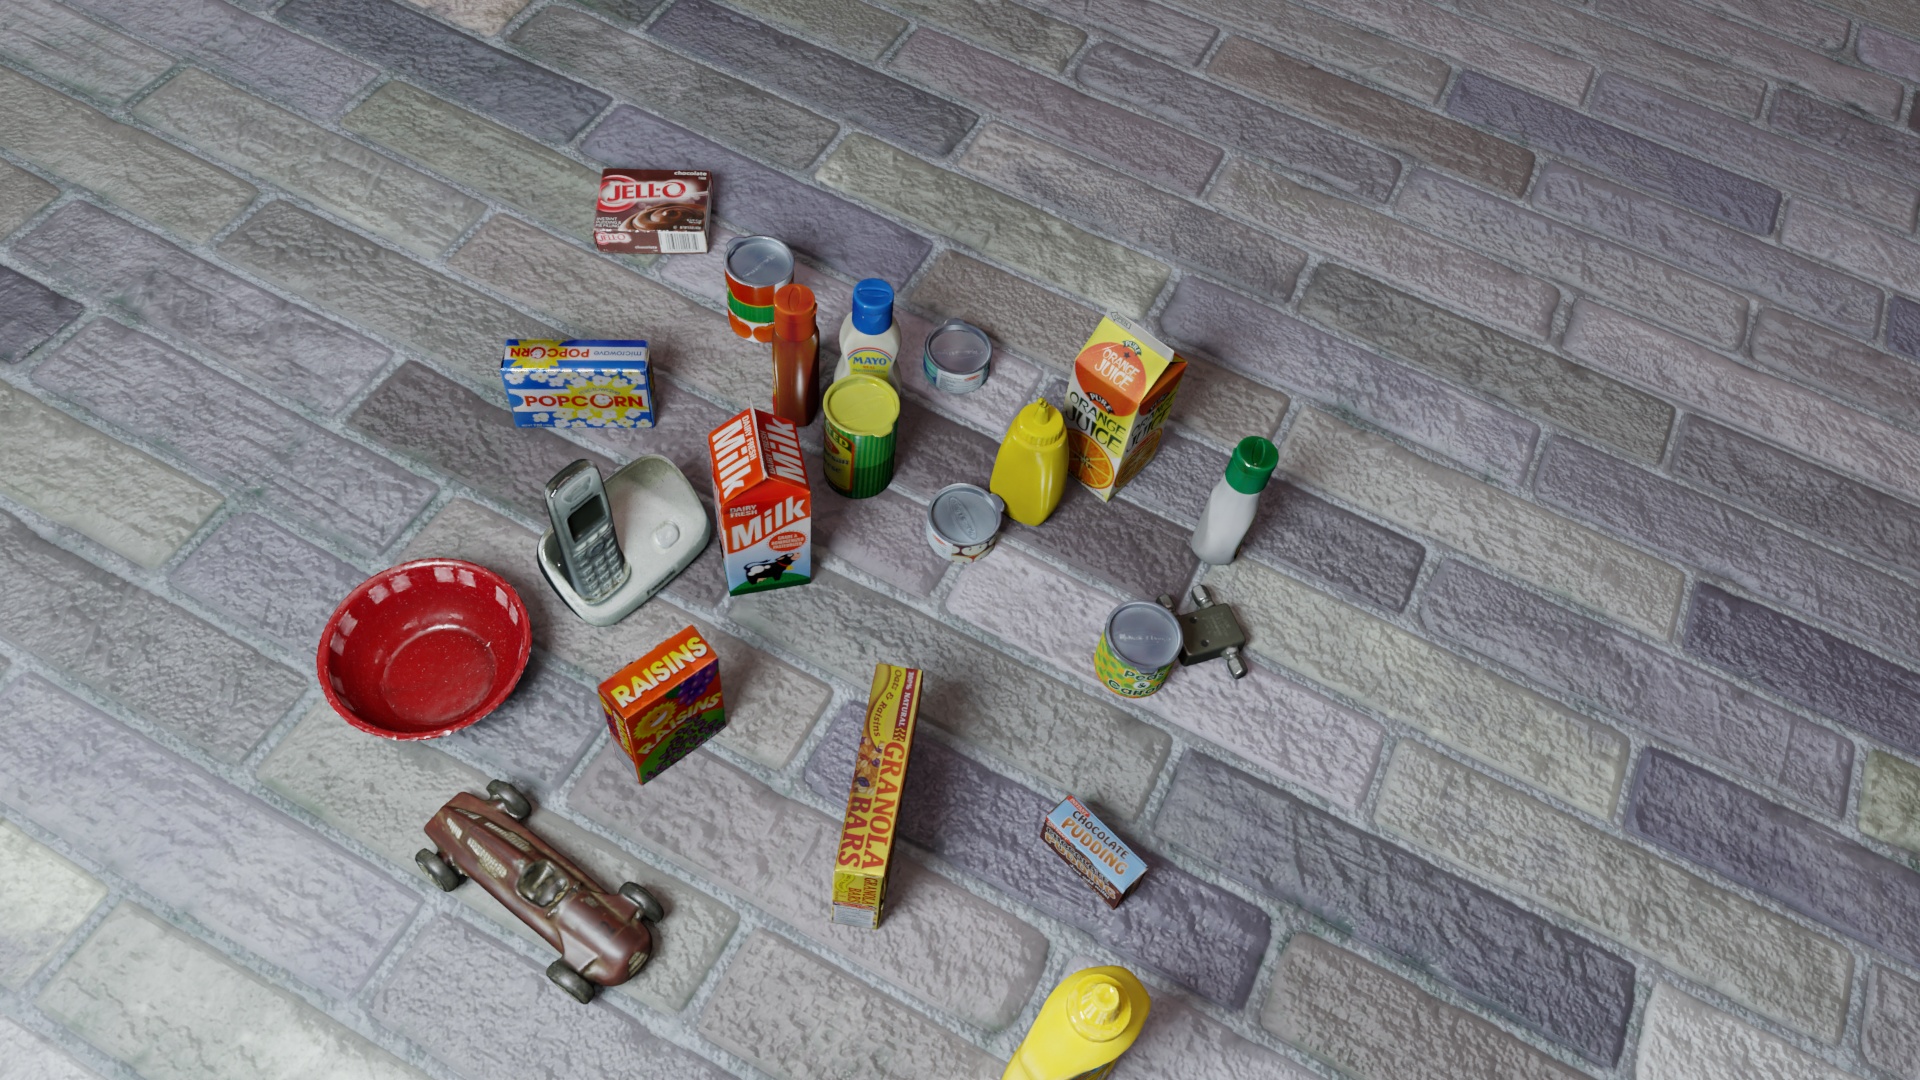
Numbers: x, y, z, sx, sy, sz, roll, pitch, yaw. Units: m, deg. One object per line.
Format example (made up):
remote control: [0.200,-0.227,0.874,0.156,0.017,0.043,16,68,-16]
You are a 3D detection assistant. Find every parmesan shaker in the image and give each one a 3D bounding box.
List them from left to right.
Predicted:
parmesan shaker: [-0.088,-0.089,1.240,0.071,0.102,0.071,3,57,-5]

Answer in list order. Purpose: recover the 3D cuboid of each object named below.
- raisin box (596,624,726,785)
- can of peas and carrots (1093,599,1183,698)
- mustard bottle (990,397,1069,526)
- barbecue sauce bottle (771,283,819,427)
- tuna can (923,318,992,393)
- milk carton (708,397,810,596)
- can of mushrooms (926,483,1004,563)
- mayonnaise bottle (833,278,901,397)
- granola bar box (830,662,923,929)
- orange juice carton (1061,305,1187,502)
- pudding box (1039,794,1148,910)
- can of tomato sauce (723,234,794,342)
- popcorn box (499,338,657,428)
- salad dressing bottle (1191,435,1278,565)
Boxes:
raisin box: [-0.228,0.128,1.073,0.086,0.122,0.040,-34,67,-24]
can of peas and carrots: [0.150,0.095,1.175,0.071,0.058,0.071,3,57,-5]
mustard bottle: [0.065,-0.076,1.215,0.065,0.159,0.049,30,59,12]
barbecue sauce bottle: [-0.149,-0.169,1.257,0.044,0.147,0.065,6,57,-3]
tuna can: [-0.003,-0.179,1.349,0.071,0.032,0.071,3,57,-5]
milk carton: [-0.164,-0.034,1.144,0.073,0.189,0.072,-9,59,-12]
can of mushrooms: [0.004,-0.016,1.244,0.071,0.033,0.071,3,57,-5]
mayonnaise bottle: [-0.083,-0.177,1.270,0.065,0.147,0.041,2,58,-5]
granola bar box: [-0.062,0.194,1.049,0.039,0.123,0.166,10,57,0]
orange juice carton: [0.142,-0.126,1.236,0.072,0.191,0.073,39,62,17]
pudding box: [0.103,0.242,1.080,0.030,0.049,0.084,-38,68,-25]
can of tomato sauce: [-0.195,-0.242,1.338,0.071,0.082,0.071,3,57,-5]
popcorn box: [-0.342,-0.141,1.255,0.127,0.084,0.038,0,58,-7]
salad dressing bottle: [0.240,-0.034,1.215,0.044,0.147,0.064,16,57,4]
